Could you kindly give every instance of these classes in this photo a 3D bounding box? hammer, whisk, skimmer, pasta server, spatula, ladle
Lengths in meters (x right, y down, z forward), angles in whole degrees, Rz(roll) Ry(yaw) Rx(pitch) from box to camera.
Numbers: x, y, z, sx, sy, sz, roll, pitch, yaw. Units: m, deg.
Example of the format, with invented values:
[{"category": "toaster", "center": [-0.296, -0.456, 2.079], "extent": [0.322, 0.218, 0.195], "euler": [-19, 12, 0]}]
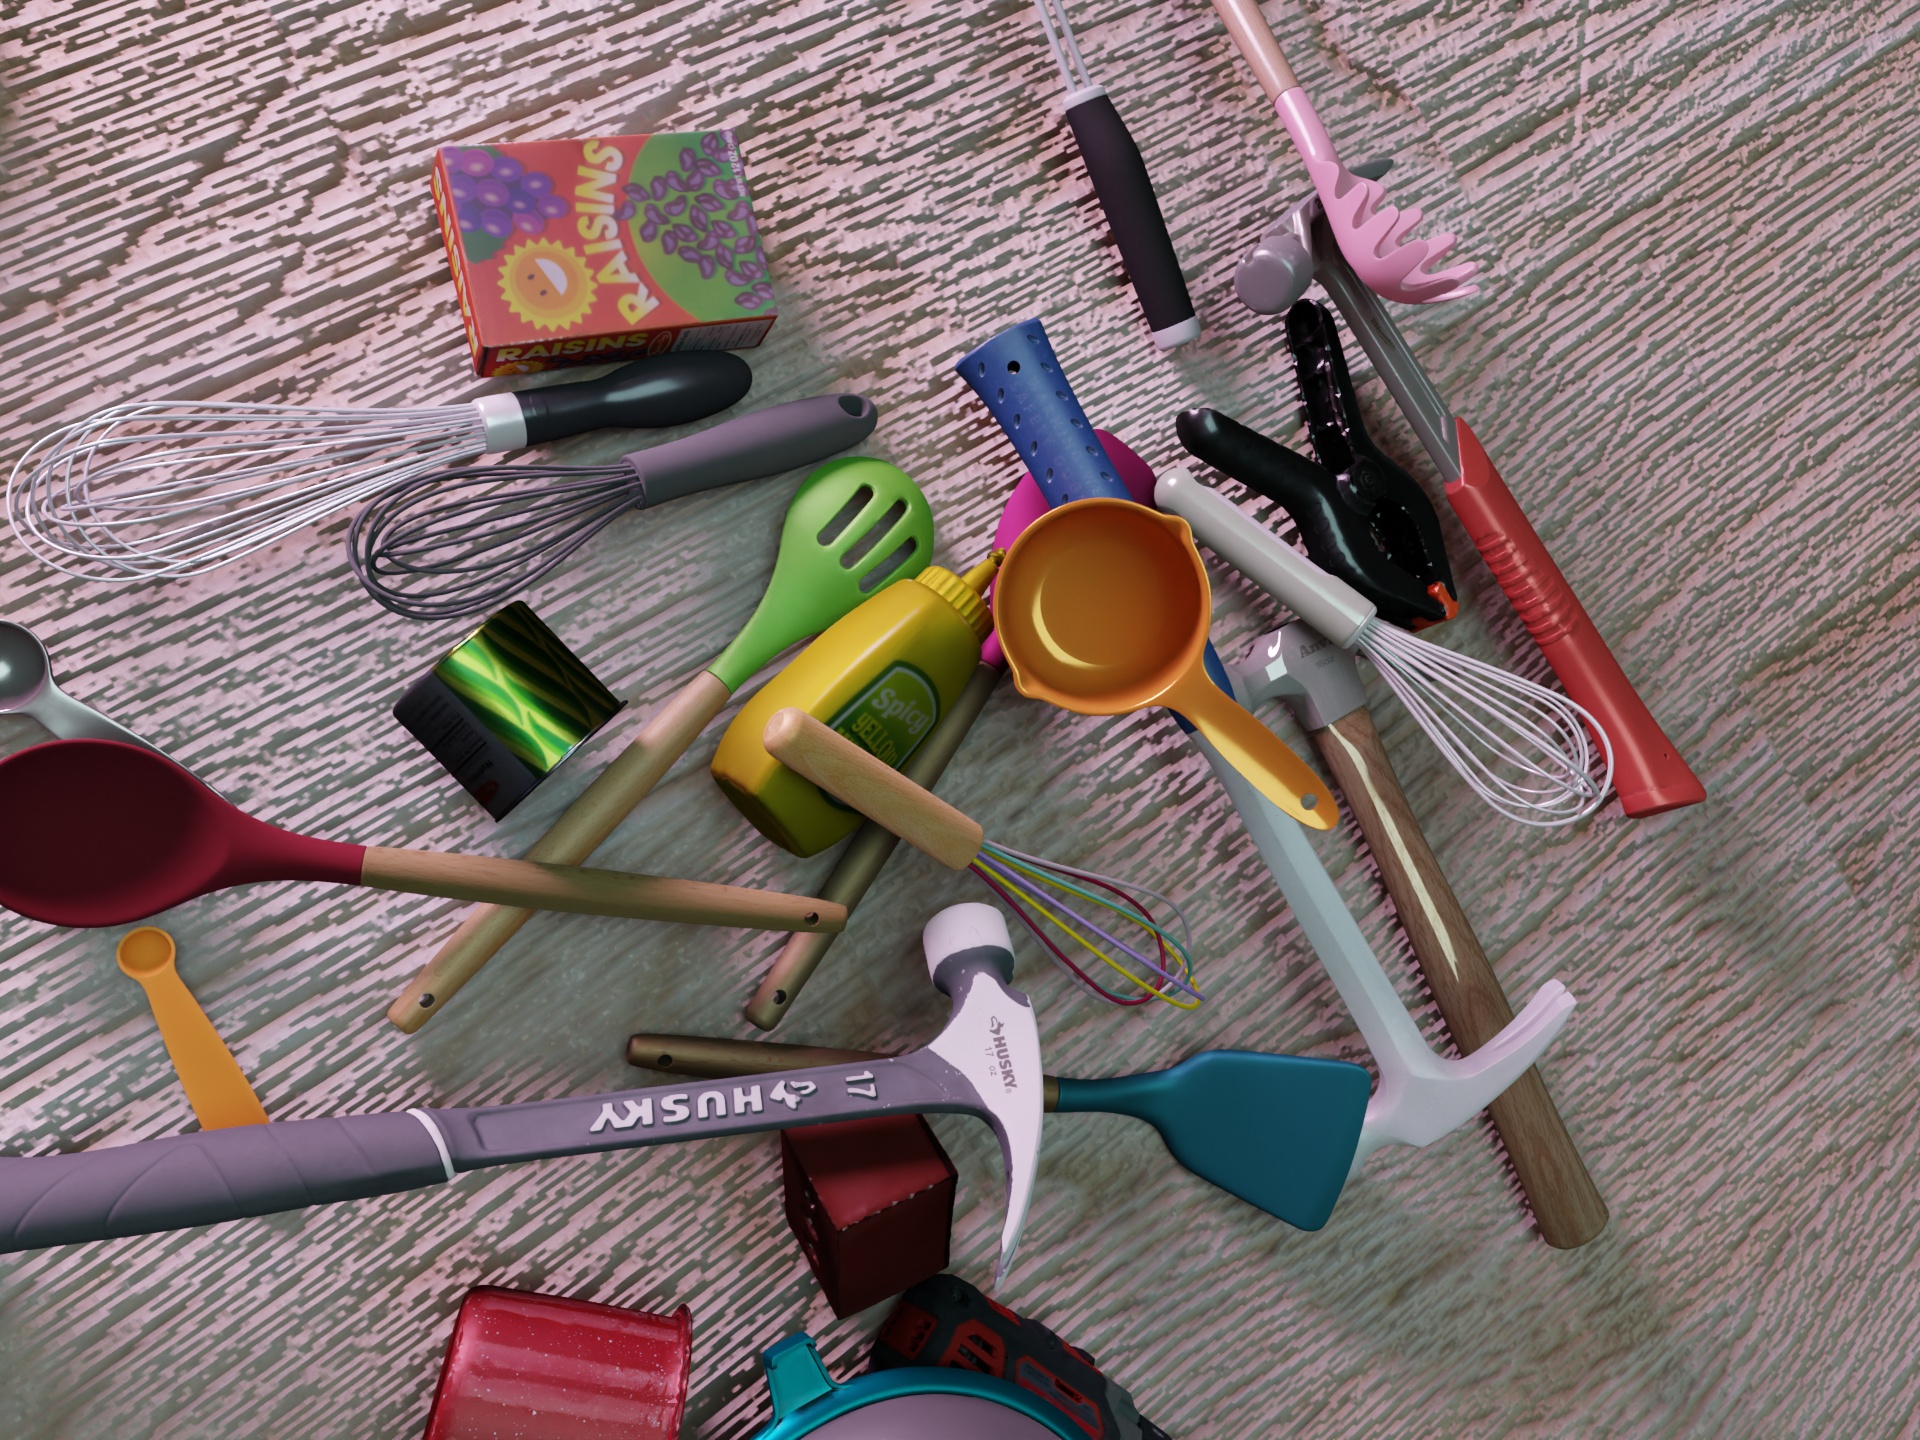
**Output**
[{"category": "hammer", "center": [0.232, 0.100, 0.767], "extent": [0.130, 0.031, 0.331], "euler": [-27, 93, -21]}, {"category": "whisk", "center": [-0.211, -0.108, 0.619], "extent": [0.284, 0.070, 0.070], "euler": [-17, 89, -26]}, {"category": "whisk", "center": [0.189, -0.038, 0.727], "extent": [0.246, 0.058, 0.059], "euler": [38, 98, 8]}, {"category": "hammer", "center": [0.266, -0.105, 0.787], "extent": [0.359, 0.036, 0.149], "euler": [54, 47, -10]}, {"category": "whisk", "center": [0.016, 0.061, 0.659], "extent": [0.244, 0.051, 0.047], "euler": [34, 50, -29]}, {"category": "skimmer", "center": [0.020, -0.343, 0.748], "extent": [0.127, 0.090, 0.363], "euler": [-30, 104, -25]}, {"category": "hammer", "center": [-0.167, 0.153, 0.564], "extent": [0.409, 0.036, 0.149], "euler": [-6, 46, -10]}, {"category": "pasta server", "center": [0.148, -0.317, 0.744], "extent": [0.060, 0.040, 0.316], "euler": [-3, 64, -49]}, {"category": "hammer", "center": [0.122, 0.006, 0.705], "extent": [0.144, 0.035, 0.405], "euler": [-30, 94, 8]}, {"category": "whisk", "center": [-0.128, -0.094, 0.639], "extent": [0.239, 0.055, 0.055], "euler": [-25, 92, -33]}, {"category": "spatula", "center": [0.019, 0.159, 0.672], "extent": [0.317, 0.044, 0.082], "euler": [10, 104, -17]}, {"category": "ladle", "center": [-0.196, 0.057, 0.597], "extent": [0.315, 0.031, 0.069], "euler": [9, 98, -15]}]

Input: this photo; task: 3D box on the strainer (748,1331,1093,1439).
[{"category": "strainer", "center": [0.053, 0.364, 0.554], "extent": [0.340, 0.095, 0.211], "euler": [26, 69, -16]}]

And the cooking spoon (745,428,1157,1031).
[{"category": "cooking spoon", "center": [-0.001, -0.002, 0.700], "extent": [0.068, 0.017, 0.319], "euler": [37, 71, -12]}]

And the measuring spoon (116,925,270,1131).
[{"category": "measuring spoon", "center": [-0.276, 0.128, 0.586], "extent": [0.021, 0.011, 0.117], "euler": [-27, 96, -16]}]

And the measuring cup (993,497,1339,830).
[{"category": "measuring cup", "center": [0.090, -0.019, 0.661], "extent": [0.173, 0.052, 0.095], "euler": [43, 99, -3]}]

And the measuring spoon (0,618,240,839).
[{"category": "measuring spoon", "center": [-0.313, 0.009, 0.586], "extent": [0.124, 0.018, 0.034], "euler": [42, 82, -18]}]

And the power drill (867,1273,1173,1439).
[{"category": "power drill", "center": [0.005, 0.361, 0.626], "extent": [0.187, 0.080, 0.227], "euler": [39, 69, -12]}]

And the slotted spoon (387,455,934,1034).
[{"category": "slotted spoon", "center": [-0.115, 0.005, 0.653], "extent": [0.070, 0.031, 0.314], "euler": [47, 72, -18]}]
